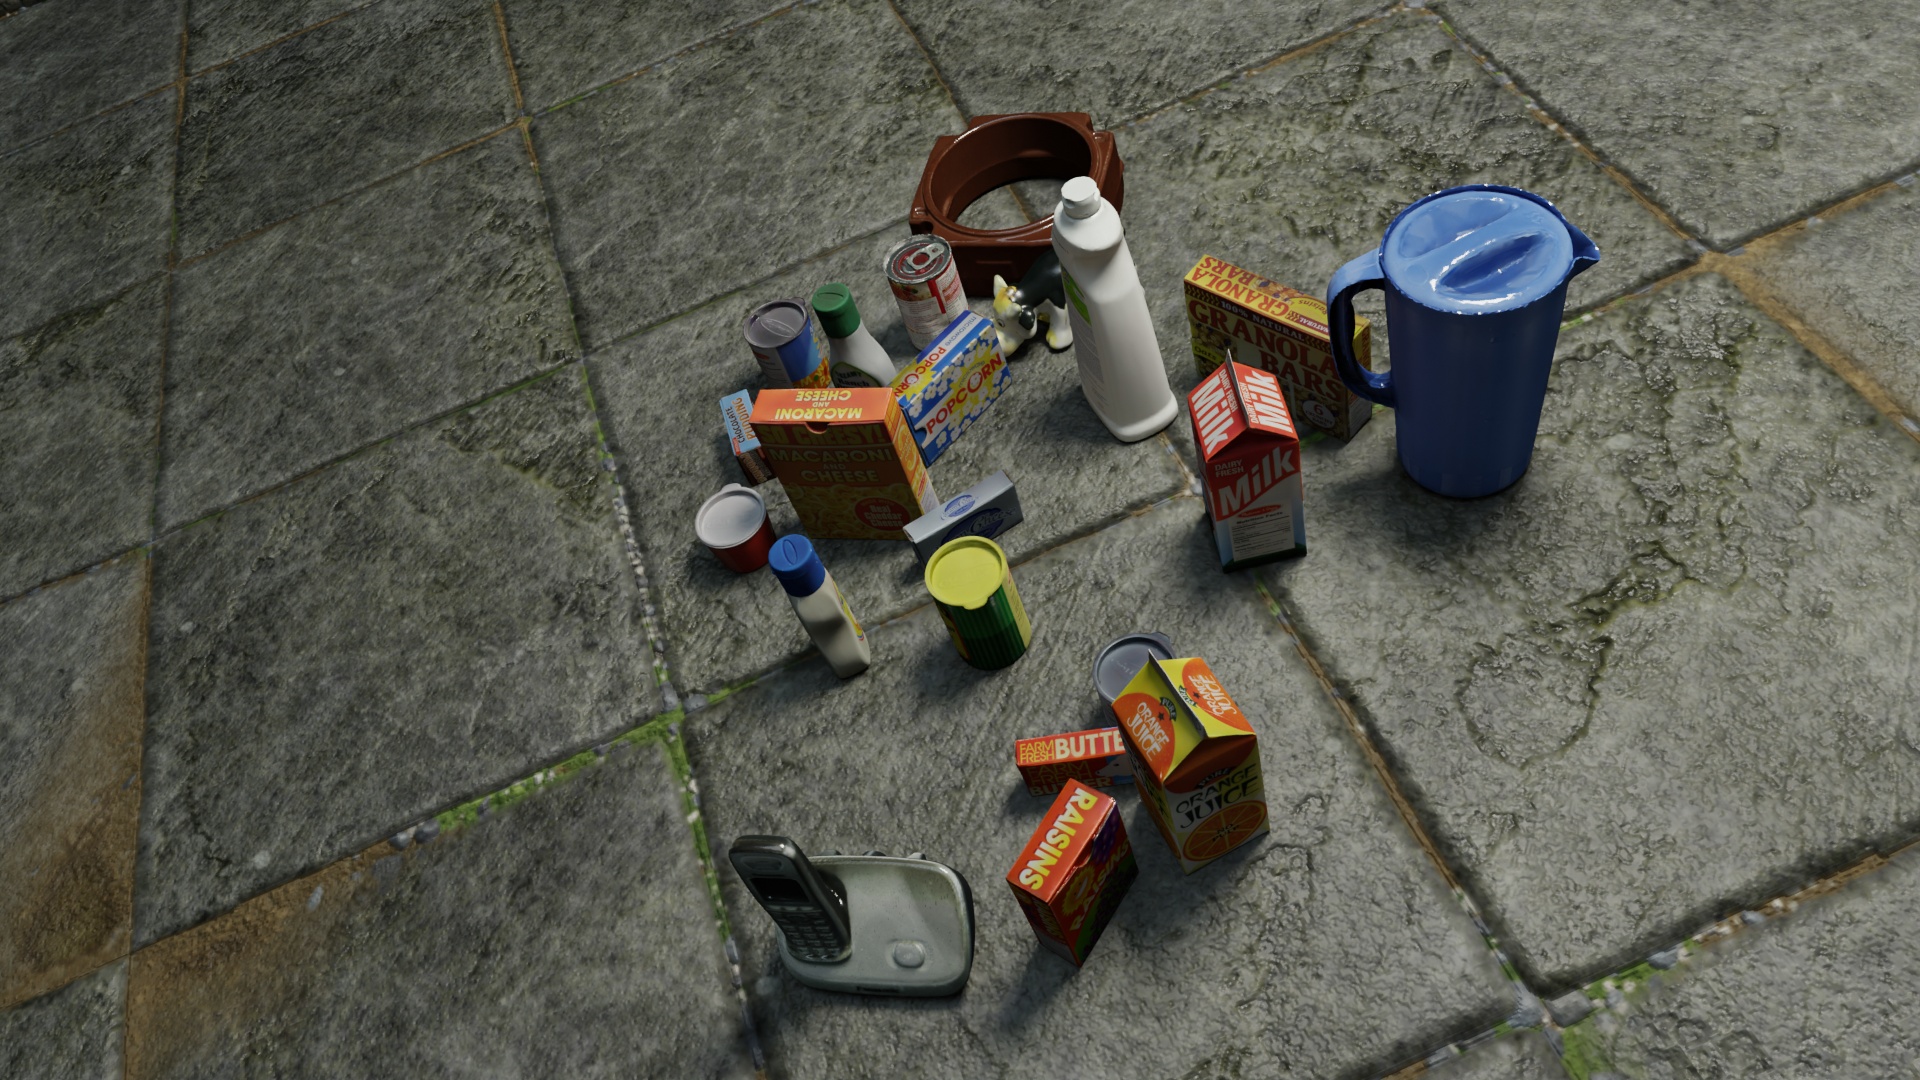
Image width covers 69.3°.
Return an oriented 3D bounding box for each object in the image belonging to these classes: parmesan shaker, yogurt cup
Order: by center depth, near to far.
[{"bbox_3d":[0.016,0.055,1.130,0.071,0.102,0.071,-8,52,11],"label":"parmesan shaker"},{"bbox_3d":[-0.202,-0.007,1.273,0.072,0.053,0.073,-8,52,11],"label":"yogurt cup"}]

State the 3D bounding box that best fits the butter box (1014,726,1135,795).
[{"bbox_3d":[0.096,0.167,1.053,0.103,0.053,0.024,-9,52,10],"label":"butter box"}]

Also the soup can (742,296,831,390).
[{"bbox_3d":[-0.169,-0.189,1.383,0.071,0.083,0.072,-8,52,11],"label":"soup can"}]

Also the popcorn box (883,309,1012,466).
[{"bbox_3d":[-0.012,-0.143,1.300,0.038,0.085,0.127,31,67,33],"label":"popcorn box"}]

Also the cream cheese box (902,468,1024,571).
[{"bbox_3d":[0.004,-0.015,1.219,0.104,0.053,0.024,-31,51,-8],"label":"cream cheese box"}]

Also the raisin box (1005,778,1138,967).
[{"bbox_3d":[0.080,0.232,0.963,0.040,0.123,0.086,24,64,30],"label":"raisin box"}]

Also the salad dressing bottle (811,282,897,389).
[{"bbox_3d":[-0.101,-0.179,1.314,0.064,0.147,0.044,10,57,23],"label":"salad dressing bottle"}]

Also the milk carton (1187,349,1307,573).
[{"bbox_3d":[0.227,-0.062,1.100,0.073,0.189,0.073,-14,51,7],"label":"milk carton"}]

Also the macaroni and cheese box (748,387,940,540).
[{"bbox_3d":[-0.097,-0.063,1.213,0.124,0.165,0.040,1,54,17],"label":"macaroni and cheese box"}]

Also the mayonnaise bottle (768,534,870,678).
[{"bbox_3d":[-0.116,0.052,1.142,0.041,0.147,0.065,-25,51,-3],"label":"mayonnaise bottle"}]

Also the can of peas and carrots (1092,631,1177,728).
[{"bbox_3d":[0.141,0.113,1.077,0.071,0.058,0.071,-8,52,11],"label":"can of peas and carrots"}]

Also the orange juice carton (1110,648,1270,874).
[{"bbox_3d":[0.159,0.149,0.958,0.073,0.191,0.072,-27,51,-4],"label":"orange juice carton"}]

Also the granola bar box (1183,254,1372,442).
[{"bbox_3d":[0.275,-0.167,1.208,0.166,0.123,0.039,31,68,33],"label":"granola bar box"}]

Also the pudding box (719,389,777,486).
[{"bbox_3d":[-0.206,-0.100,1.348,0.030,0.049,0.084,-22,51,0],"label":"pudding box"}]
